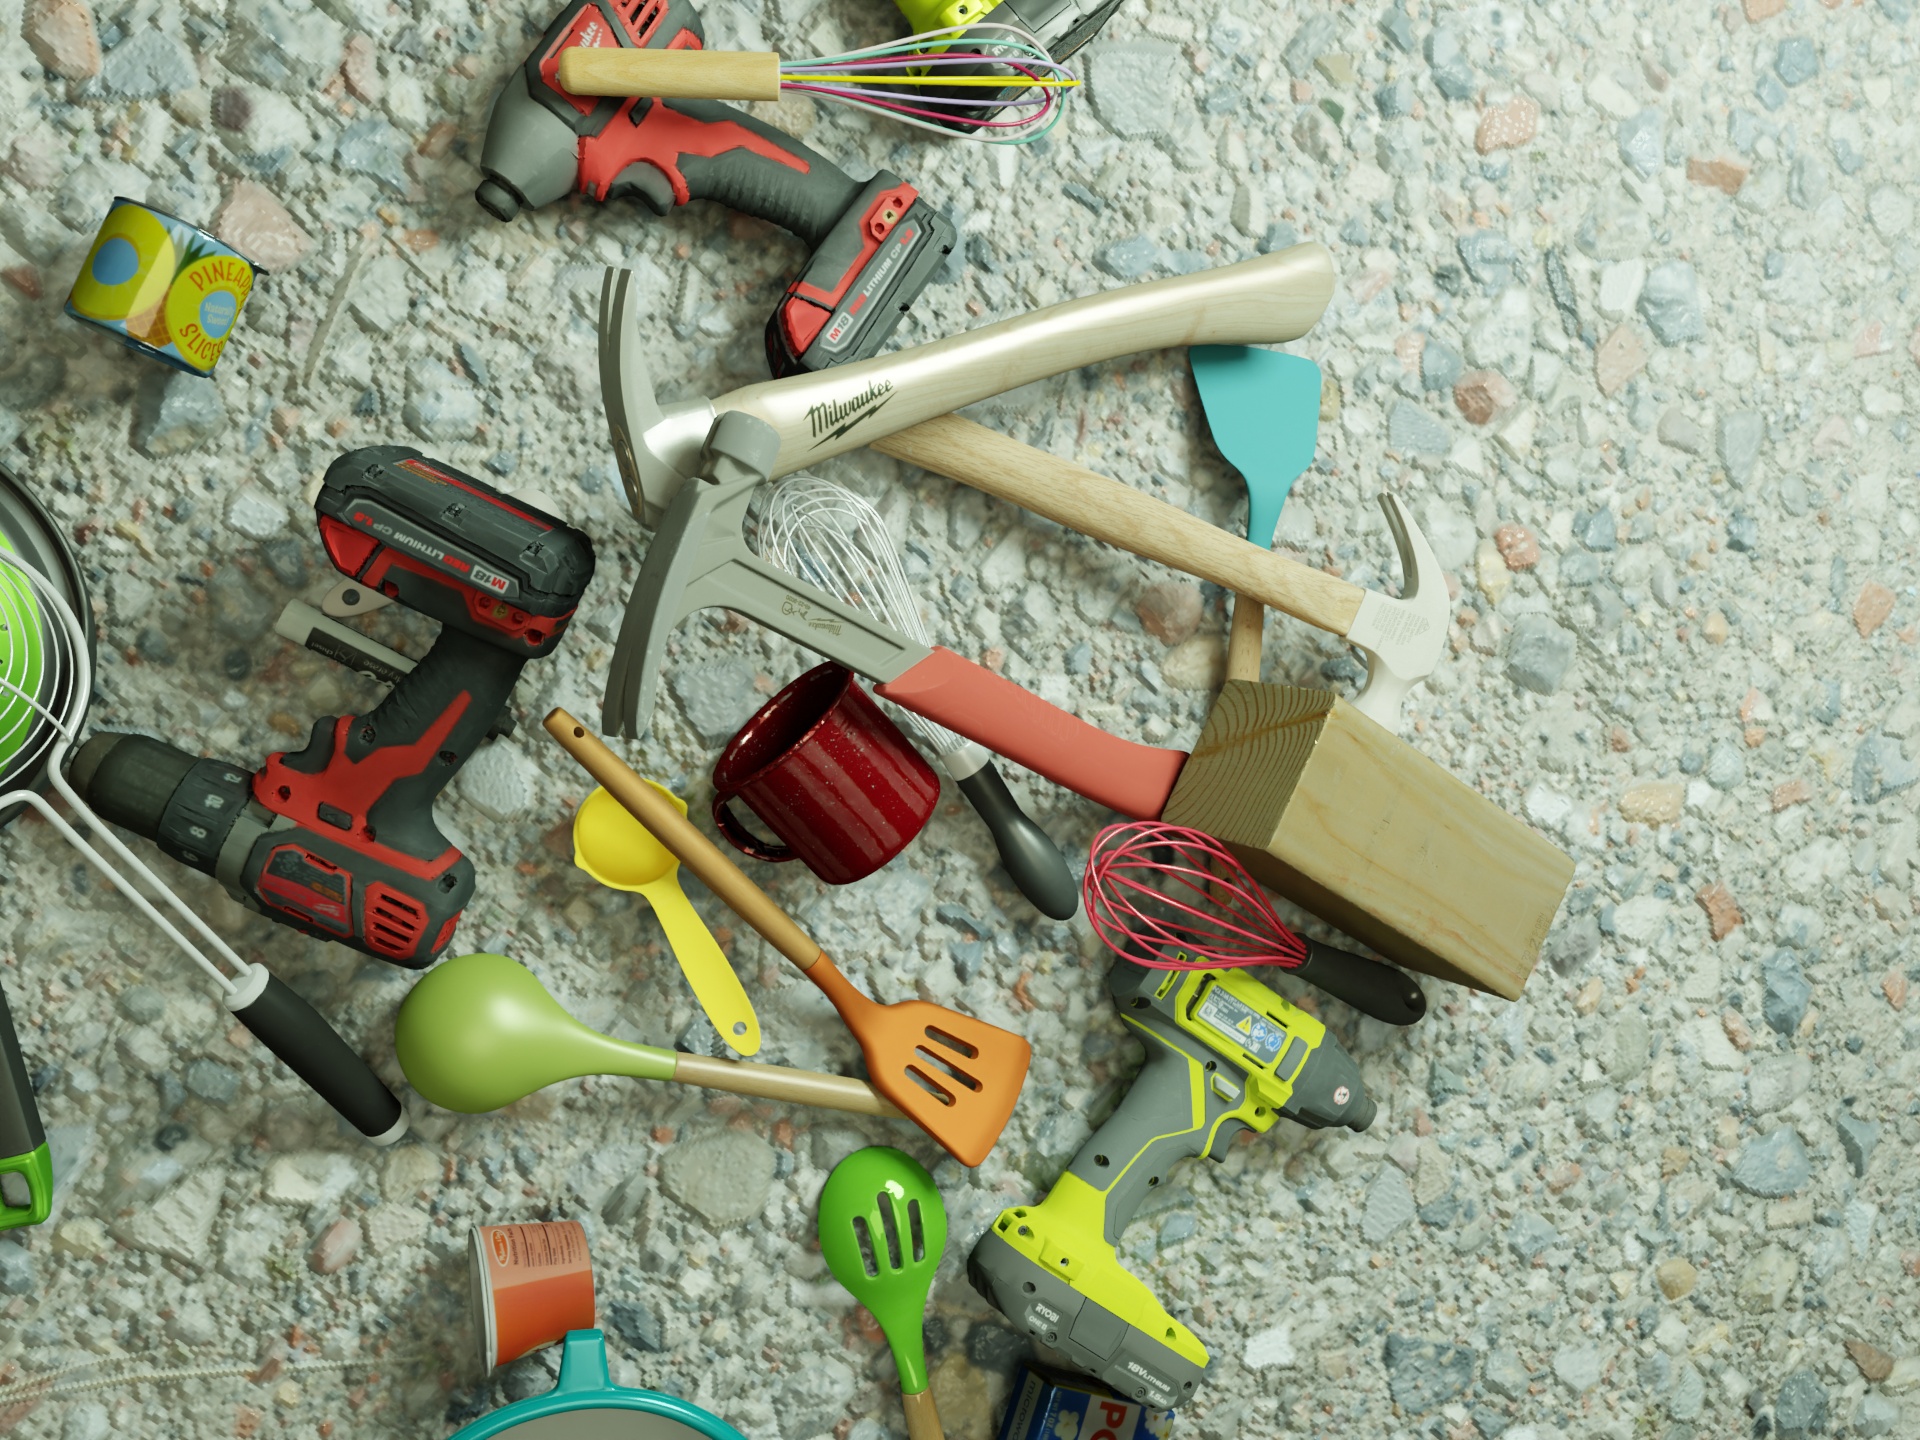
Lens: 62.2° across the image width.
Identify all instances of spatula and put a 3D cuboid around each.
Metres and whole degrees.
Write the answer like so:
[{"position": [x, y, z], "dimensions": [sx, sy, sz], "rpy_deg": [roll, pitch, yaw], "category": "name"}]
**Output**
[{"position": [-0.087, 0.104, 0.806], "dimensions": [0.322, 0.041, 0.081], "rpy_deg": [47, 52, -22], "category": "spatula"}, {"position": [0.160, -0.054, 0.903], "dimensions": [0.082, 0.044, 0.317], "rpy_deg": [4, 95, -16], "category": "spatula"}]

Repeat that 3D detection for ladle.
[{"position": [-0.127, 0.182, 0.824], "dimensions": [0.320, 0.062, 0.078], "rpy_deg": [15, 80, -22], "category": "ladle"}]

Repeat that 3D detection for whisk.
[{"position": [0.167, 0.118, 0.848], "dimensions": [0.295, 0.073, 0.073], "rpy_deg": [26, 84, -38], "category": "whisk"}, {"position": [-0.015, -0.007, 0.839], "dimensions": [0.070, 0.070, 0.284], "rpy_deg": [-37, 105, -12], "category": "whisk"}, {"position": [-0.064, -0.303, 0.754], "dimensions": [0.245, 0.051, 0.047], "rpy_deg": [-1, 53, -7], "category": "whisk"}]

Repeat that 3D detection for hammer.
[{"position": [0.023, -0.190, 0.787], "dimensions": [0.410, 0.038, 0.146], "rpy_deg": [-22, 118, -25], "category": "hammer"}, {"position": [0.109, -0.103, 0.856], "dimensions": [0.331, 0.031, 0.130], "rpy_deg": [22, 95, -6], "category": "hammer"}, {"position": [-0.001, -0.002, 0.776], "dimensions": [0.358, 0.037, 0.149], "rpy_deg": [27, 76, -38], "category": "hammer"}]

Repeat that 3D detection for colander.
[{"position": [-0.471, 0.049, 0.676], "dimensions": [0.204, 0.094, 0.397], "rpy_deg": [-10, 100, -1], "category": "colander"}]

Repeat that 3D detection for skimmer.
[{"position": [-0.361, 0.072, 0.685], "dimensions": [0.127, 0.090, 0.362], "rpy_deg": [-57, 141, -32], "category": "skimmer"}]

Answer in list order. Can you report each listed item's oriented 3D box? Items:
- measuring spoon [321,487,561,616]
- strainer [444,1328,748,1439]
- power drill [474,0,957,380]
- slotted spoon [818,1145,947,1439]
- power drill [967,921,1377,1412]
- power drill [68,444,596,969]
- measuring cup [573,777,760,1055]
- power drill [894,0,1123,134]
[{"position": [-0.257, -0.081, 0.788], "dimensions": [0.124, 0.018, 0.034], "rpy_deg": [-26, 98, -13], "category": "measuring spoon"}, {"position": [-0.144, 0.456, 0.794], "dimensions": [0.211, 0.095, 0.340], "rpy_deg": [-45, 104, -7], "category": "strainer"}, {"position": [-0.125, -0.258, 0.793], "dimensions": [0.219, 0.078, 0.143], "rpy_deg": [36, 82, -10], "category": "power drill"}, {"position": [-0.017, 0.384, 0.861], "dimensions": [0.070, 0.031, 0.313], "rpy_deg": [-14, 96, -17], "category": "slotted spoon"}, {"position": [0.120, 0.247, 0.871], "dimensions": [0.171, 0.080, 0.223], "rpy_deg": [35, 79, -13], "category": "power drill"}, {"position": [-0.288, -0.012, 0.735], "dimensions": [0.188, 0.080, 0.226], "rpy_deg": [26, 101, -7], "category": "power drill"}, {"position": [-0.145, 0.101, 0.811], "dimensions": [0.062, 0.029, 0.156], "rpy_deg": [-29, 94, -17], "category": "measuring cup"}, {"position": [-0.012, -0.443, 0.818], "dimensions": [0.190, 0.080, 0.228], "rpy_deg": [-41, 98, -10], "category": "power drill"}]
